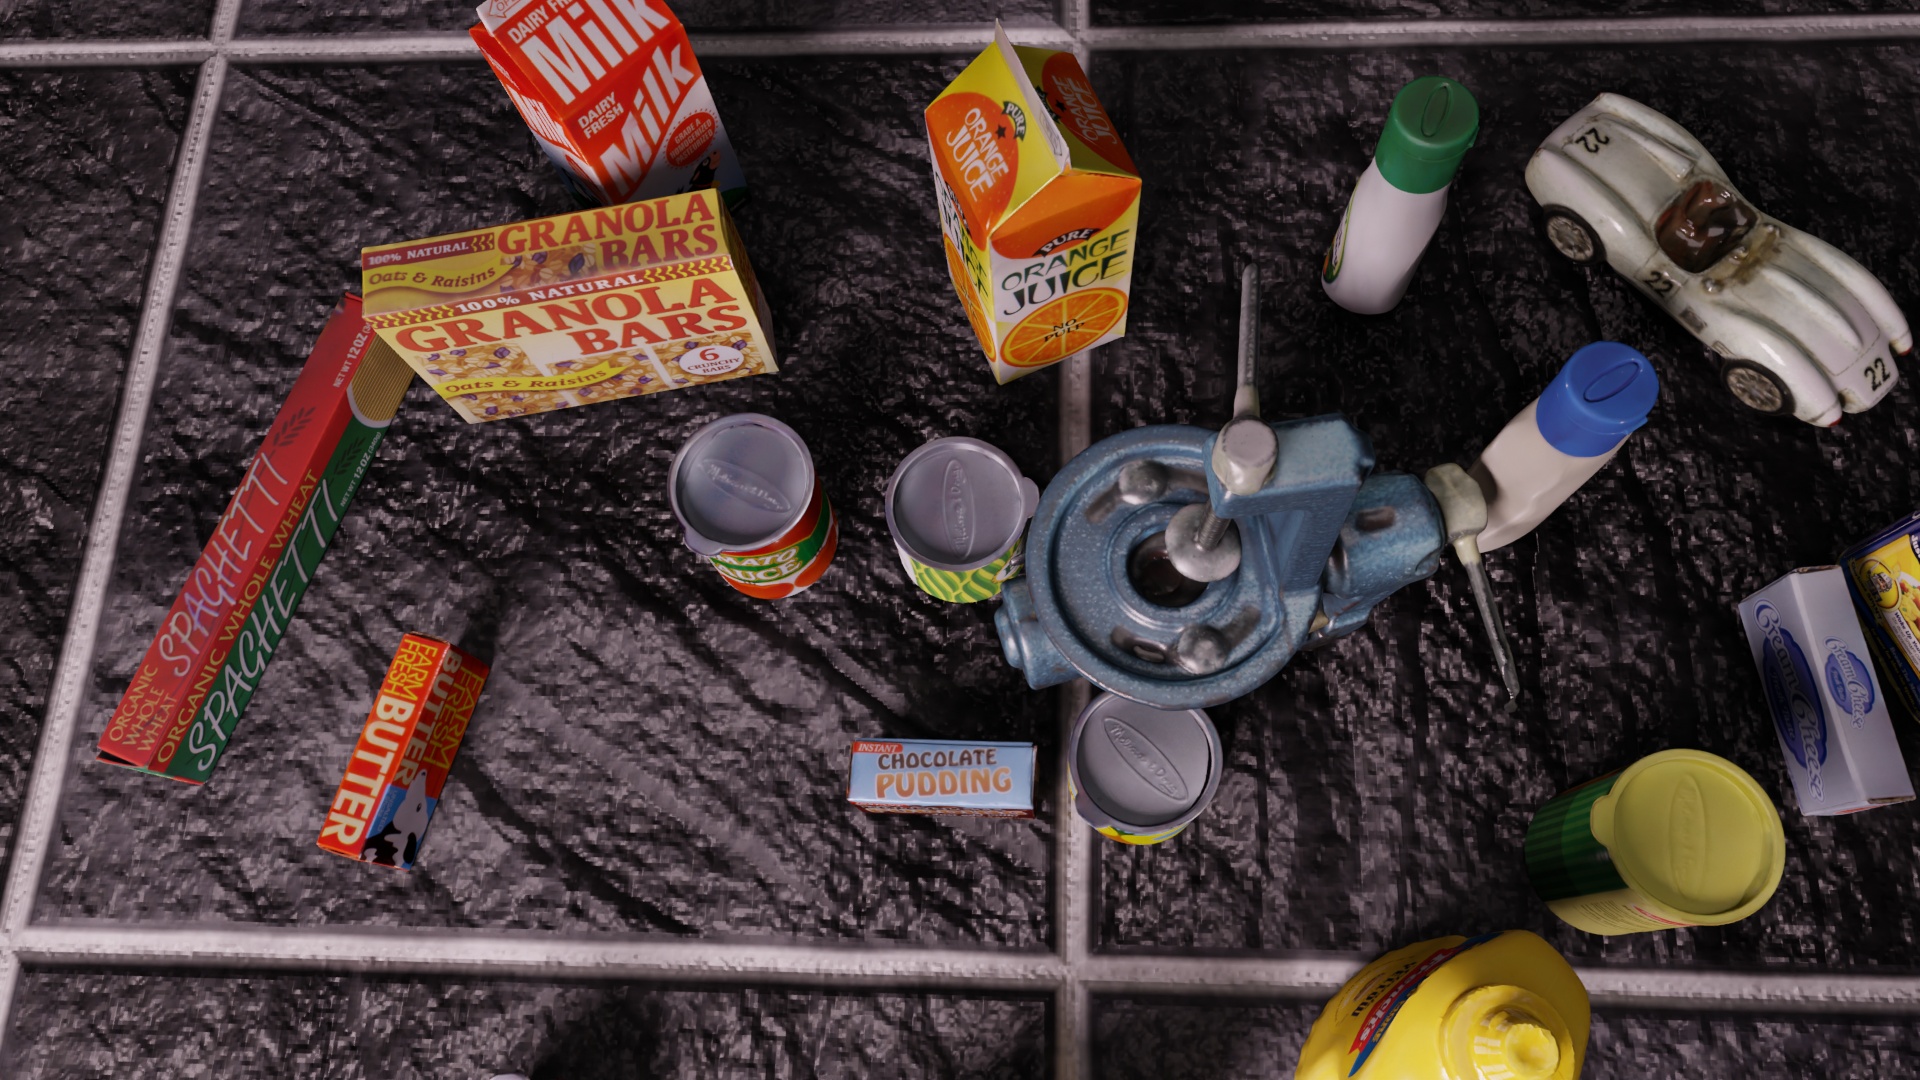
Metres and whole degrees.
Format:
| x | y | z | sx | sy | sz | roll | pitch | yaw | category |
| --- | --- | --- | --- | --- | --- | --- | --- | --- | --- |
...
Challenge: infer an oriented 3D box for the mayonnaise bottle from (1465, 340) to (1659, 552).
| x | y | z | sx | sy | sz | roll | pitch | yaw | category |
| --- | --- | --- | --- | --- | --- | --- | --- | --- | --- |
| 0.259 | -0.040 | 0.610 | 0.065 | 0.147 | 0.041 | -33 | 73 | -7 | mayonnaise bottle |

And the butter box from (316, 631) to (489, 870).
| x | y | z | sx | sy | sz | roll | pitch | yaw | category |
| --- | --- | --- | --- | --- | --- | --- | --- | --- | --- |
| -0.257 | 0.098 | 0.646 | 0.024 | 0.053 | 0.104 | 14 | 73 | 8 | butter box |

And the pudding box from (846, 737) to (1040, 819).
| x | y | z | sx | sy | sz | roll | pitch | yaw | category |
| --- | --- | --- | --- | --- | --- | --- | --- | --- | --- |
| -0.006 | 0.108 | 0.629 | 0.084 | 0.049 | 0.030 | 1 | 72 | 4 | pudding box |

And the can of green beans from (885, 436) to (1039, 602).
| x | y | z | sx | sy | sz | roll | pitch | yaw | category |
| --- | --- | --- | --- | --- | --- | --- | --- | --- | --- |
| 0.000 | -0.009 | 0.663 | 0.071 | 0.057 | 0.071 | -1 | 72 | 3 | can of green beans |

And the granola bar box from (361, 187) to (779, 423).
| x | y | z | sx | sy | sz | roll | pitch | yaw | category |
| --- | --- | --- | --- | --- | --- | --- | --- | --- | --- |
| -0.182 | -0.110 | 0.673 | 0.166 | 0.124 | 0.039 | -10 | 72 | 0 | granola bar box |

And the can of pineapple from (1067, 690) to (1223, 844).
| x | y | z | sx | sy | sz | roll | pitch | yaw | category |
| --- | --- | --- | --- | --- | --- | --- | --- | --- | --- |
| 0.079 | 0.101 | 0.621 | 0.071 | 0.057 | 0.071 | -1 | 72 | 3 | can of pineapple |

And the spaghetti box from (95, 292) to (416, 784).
| x | y | z | sx | sy | sz | roll | pitch | yaw | category |
| --- | --- | --- | --- | --- | --- | --- | --- | --- | --- |
| -0.339 | -0.002 | 0.686 | 0.029 | 0.050 | 0.251 | 18 | 74 | 9 | spaghetti box |

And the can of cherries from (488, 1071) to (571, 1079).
| x | y | z | sx | sy | sz | roll | pitch | yaw | category |
| --- | --- | --- | --- | --- | --- | --- | --- | --- | --- |
| -0.181 | 0.260 | 0.584 | 0.071 | 0.058 | 0.071 | -1 | 72 | 3 | can of cherries |

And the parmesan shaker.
| x | y | z | sx | sy | sz | roll | pitch | yaw | category |
| --- | --- | --- | --- | --- | --- | --- | --- | --- | --- |
| 0.280 | 0.127 | 0.577 | 0.071 | 0.102 | 0.071 | -1 | 72 | 3 | parmesan shaker |

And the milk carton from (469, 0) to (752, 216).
| x | y | z | sx | sy | sz | roll | pitch | yaw | category |
| --- | --- | --- | --- | --- | --- | --- | --- | --- | --- |
| -0.169 | -0.214 | 0.672 | 0.072 | 0.190 | 0.073 | -43 | 75 | -10 | milk carton |

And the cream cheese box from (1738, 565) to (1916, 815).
| x | y | z | sx | sy | sz | roll | pitch | yaw | category |
| --- | --- | --- | --- | --- | --- | --- | --- | --- | --- |
| 0.382 | 0.068 | 0.616 | 0.024 | 0.053 | 0.104 | -7 | 71 | 1 | cream cheese box |

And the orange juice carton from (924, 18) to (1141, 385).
| x | y | z | sx | sy | sz | roll | pitch | yaw | category |
| --- | --- | --- | --- | --- | --- | --- | --- | --- | --- |
| 0.034 | -0.151 | 0.638 | 0.073 | 0.192 | 0.072 | -22 | 72 | -4 | orange juice carton |

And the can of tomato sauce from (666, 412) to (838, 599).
| x | y | z | sx | sy | sz | roll | pitch | yaw | category |
| --- | --- | --- | --- | --- | --- | --- | --- | --- | --- |
| -0.096 | -0.012 | 0.657 | 0.071 | 0.083 | 0.071 | -1 | 72 | 3 | can of tomato sauce |

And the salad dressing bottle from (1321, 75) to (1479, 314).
| x | y | z | sx | sy | sz | roll | pitch | yaw | category |
| --- | --- | --- | --- | --- | --- | --- | --- | --- | --- |
| 0.205 | -0.159 | 0.653 | 0.044 | 0.147 | 0.064 | 21 | 75 | 10 | salad dressing bottle |
